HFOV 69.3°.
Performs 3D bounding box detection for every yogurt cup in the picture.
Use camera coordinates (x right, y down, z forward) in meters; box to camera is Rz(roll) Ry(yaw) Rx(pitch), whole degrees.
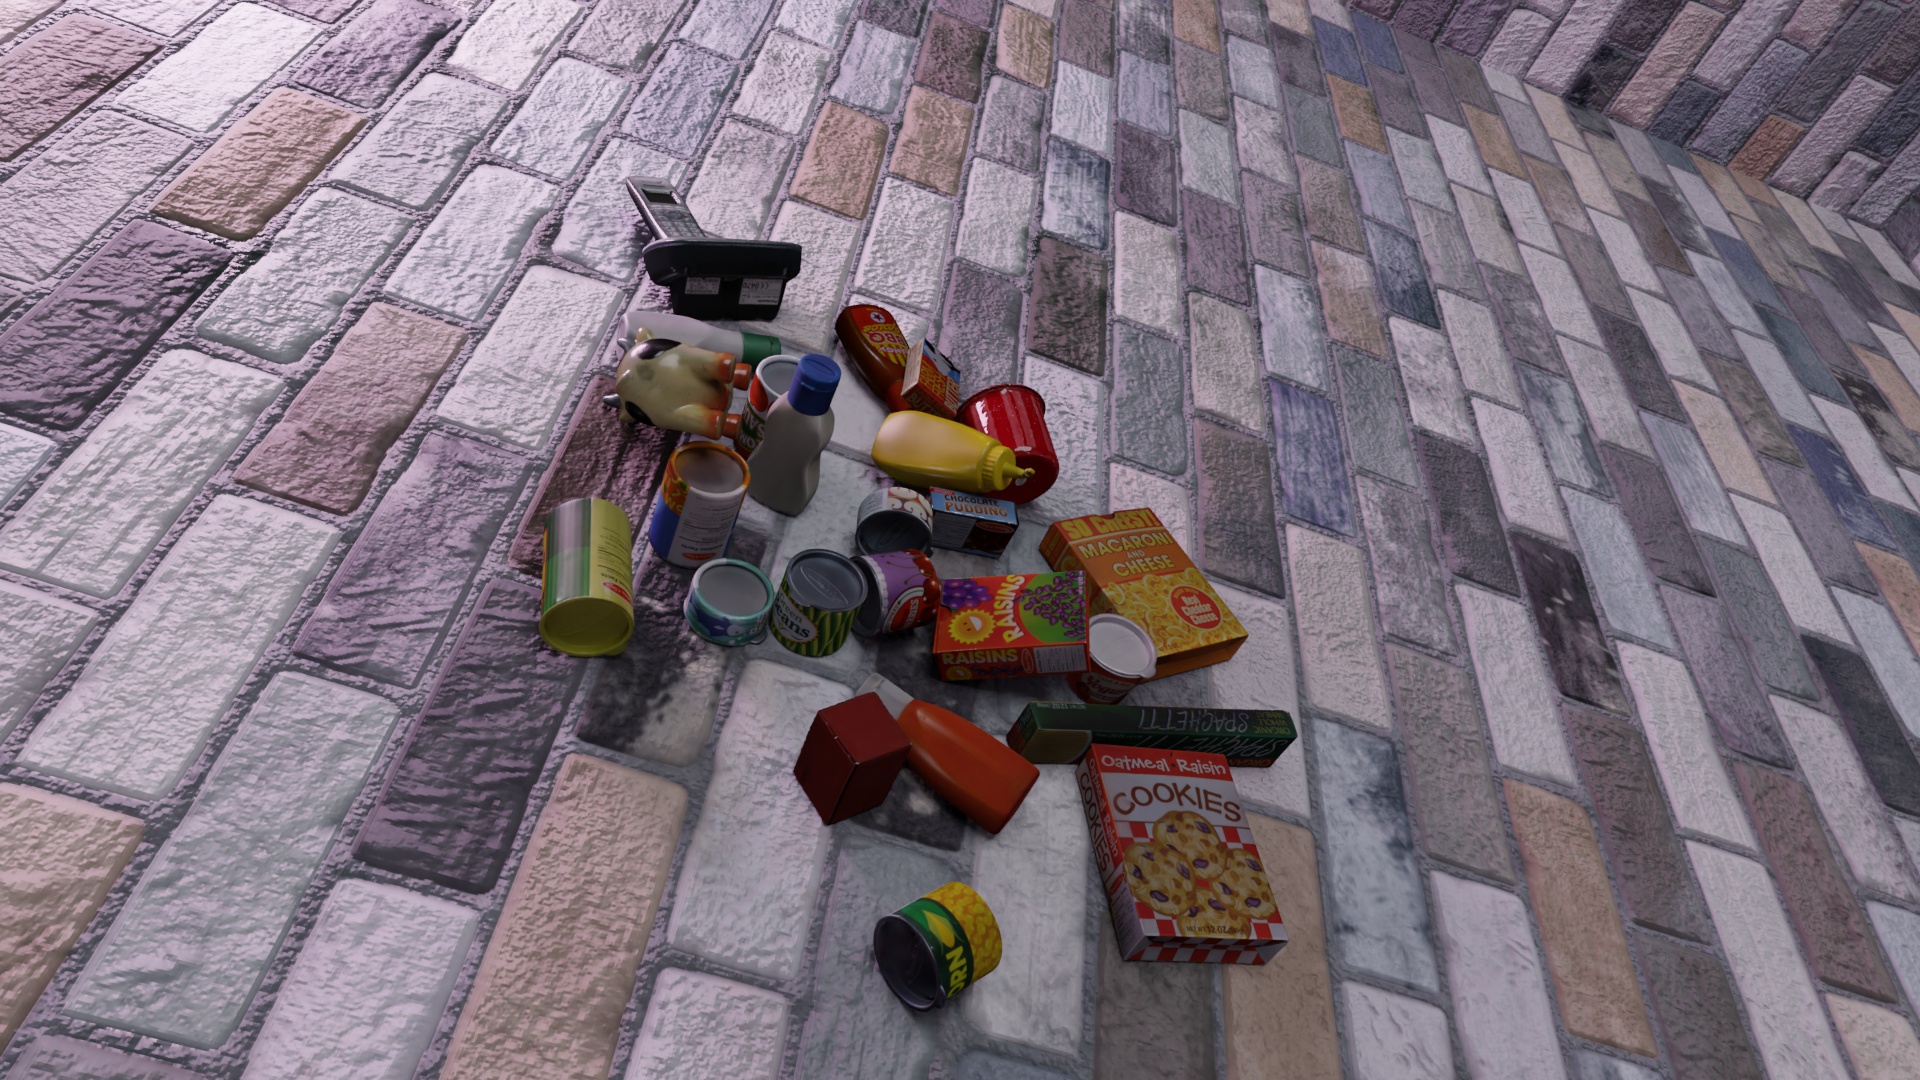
[{"bbox_3d":[0.125,0.104,1.174,0.072,0.053,0.073,15,41,-13],"label":"yogurt cup"}]

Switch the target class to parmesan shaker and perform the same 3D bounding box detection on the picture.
[{"bbox_3d":[-0.277,0.028,1.037,0.071,0.071,0.103,7,43,-21],"label":"parmesan shaker"}]

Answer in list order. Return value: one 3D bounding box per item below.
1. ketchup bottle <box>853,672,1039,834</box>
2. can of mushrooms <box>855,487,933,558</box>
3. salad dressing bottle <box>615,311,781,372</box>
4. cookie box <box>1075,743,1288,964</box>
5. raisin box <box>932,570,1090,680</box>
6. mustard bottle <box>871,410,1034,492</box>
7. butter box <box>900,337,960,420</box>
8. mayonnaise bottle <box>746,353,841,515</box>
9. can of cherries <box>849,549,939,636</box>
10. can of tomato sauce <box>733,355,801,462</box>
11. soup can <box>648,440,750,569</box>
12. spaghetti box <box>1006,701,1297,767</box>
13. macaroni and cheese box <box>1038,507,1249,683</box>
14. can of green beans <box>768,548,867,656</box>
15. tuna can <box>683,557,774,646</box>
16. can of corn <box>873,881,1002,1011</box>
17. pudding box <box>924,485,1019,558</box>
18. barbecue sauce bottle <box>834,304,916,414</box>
[{"bbox_3d":[-0.015,0.156,1.053,0.149,0.043,0.065,35,40,10],"label":"ketchup bottle"},{"bbox_3d":[-0.055,-0.011,1.193,0.071,0.070,0.034,15,41,-14],"label":"can of mushrooms"},{"bbox_3d":[-0.242,-0.180,1.290,0.148,0.043,0.064,4,43,-26],"label":"salad dressing bottle"},{"bbox_3d":[0.167,0.237,1.065,0.123,0.040,0.168,8,44,-20],"label":"cookie box"},{"bbox_3d":[0.044,0.070,1.140,0.123,0.039,0.086,-4,42,9],"label":"raisin box"},{"bbox_3d":[-0.002,-0.073,1.246,0.160,0.048,0.065,16,74,30],"label":"mustard bottle"},{"bbox_3d":[-0.027,-0.150,1.324,0.053,0.024,0.104,40,26,-20],"label":"butter box"},{"bbox_3d":[-0.137,-0.090,1.169,0.065,0.147,0.041,29,40,2],"label":"mayonnaise bottle"},{"bbox_3d":[-0.057,0.044,1.133,0.058,0.071,0.072,-7,50,-34],"label":"can of cherries"},{"bbox_3d":[-0.161,-0.112,1.230,0.071,0.082,0.071,15,41,-14],"label":"can of tomato sauce"},{"bbox_3d":[-0.211,-0.031,1.117,0.071,0.083,0.072,15,41,-13],"label":"soup can"},{"bbox_3d":[0.161,0.160,1.137,0.250,0.050,0.029,5,47,-23],"label":"spaghetti box"},{"bbox_3d":[0.166,0.045,1.268,0.124,0.040,0.167,-9,52,-35],"label":"macaroni and cheese box"},{"bbox_3d":[-0.114,0.050,1.103,0.071,0.057,0.071,15,42,-14],"label":"can of green beans"},{"bbox_3d":[-0.179,0.049,1.089,0.071,0.032,0.071,14,42,-13],"label":"tuna can"},{"bbox_3d":[-0.013,0.269,0.917,0.058,0.070,0.071,-18,57,-40],"label":"can of corn"},{"bbox_3d":[0.004,-0.016,1.240,0.084,0.049,0.030,11,46,-17],"label":"pudding box"},{"bbox_3d":[-0.071,-0.170,1.369,0.065,0.043,0.149,1,46,-36],"label":"barbecue sauce bottle"}]
